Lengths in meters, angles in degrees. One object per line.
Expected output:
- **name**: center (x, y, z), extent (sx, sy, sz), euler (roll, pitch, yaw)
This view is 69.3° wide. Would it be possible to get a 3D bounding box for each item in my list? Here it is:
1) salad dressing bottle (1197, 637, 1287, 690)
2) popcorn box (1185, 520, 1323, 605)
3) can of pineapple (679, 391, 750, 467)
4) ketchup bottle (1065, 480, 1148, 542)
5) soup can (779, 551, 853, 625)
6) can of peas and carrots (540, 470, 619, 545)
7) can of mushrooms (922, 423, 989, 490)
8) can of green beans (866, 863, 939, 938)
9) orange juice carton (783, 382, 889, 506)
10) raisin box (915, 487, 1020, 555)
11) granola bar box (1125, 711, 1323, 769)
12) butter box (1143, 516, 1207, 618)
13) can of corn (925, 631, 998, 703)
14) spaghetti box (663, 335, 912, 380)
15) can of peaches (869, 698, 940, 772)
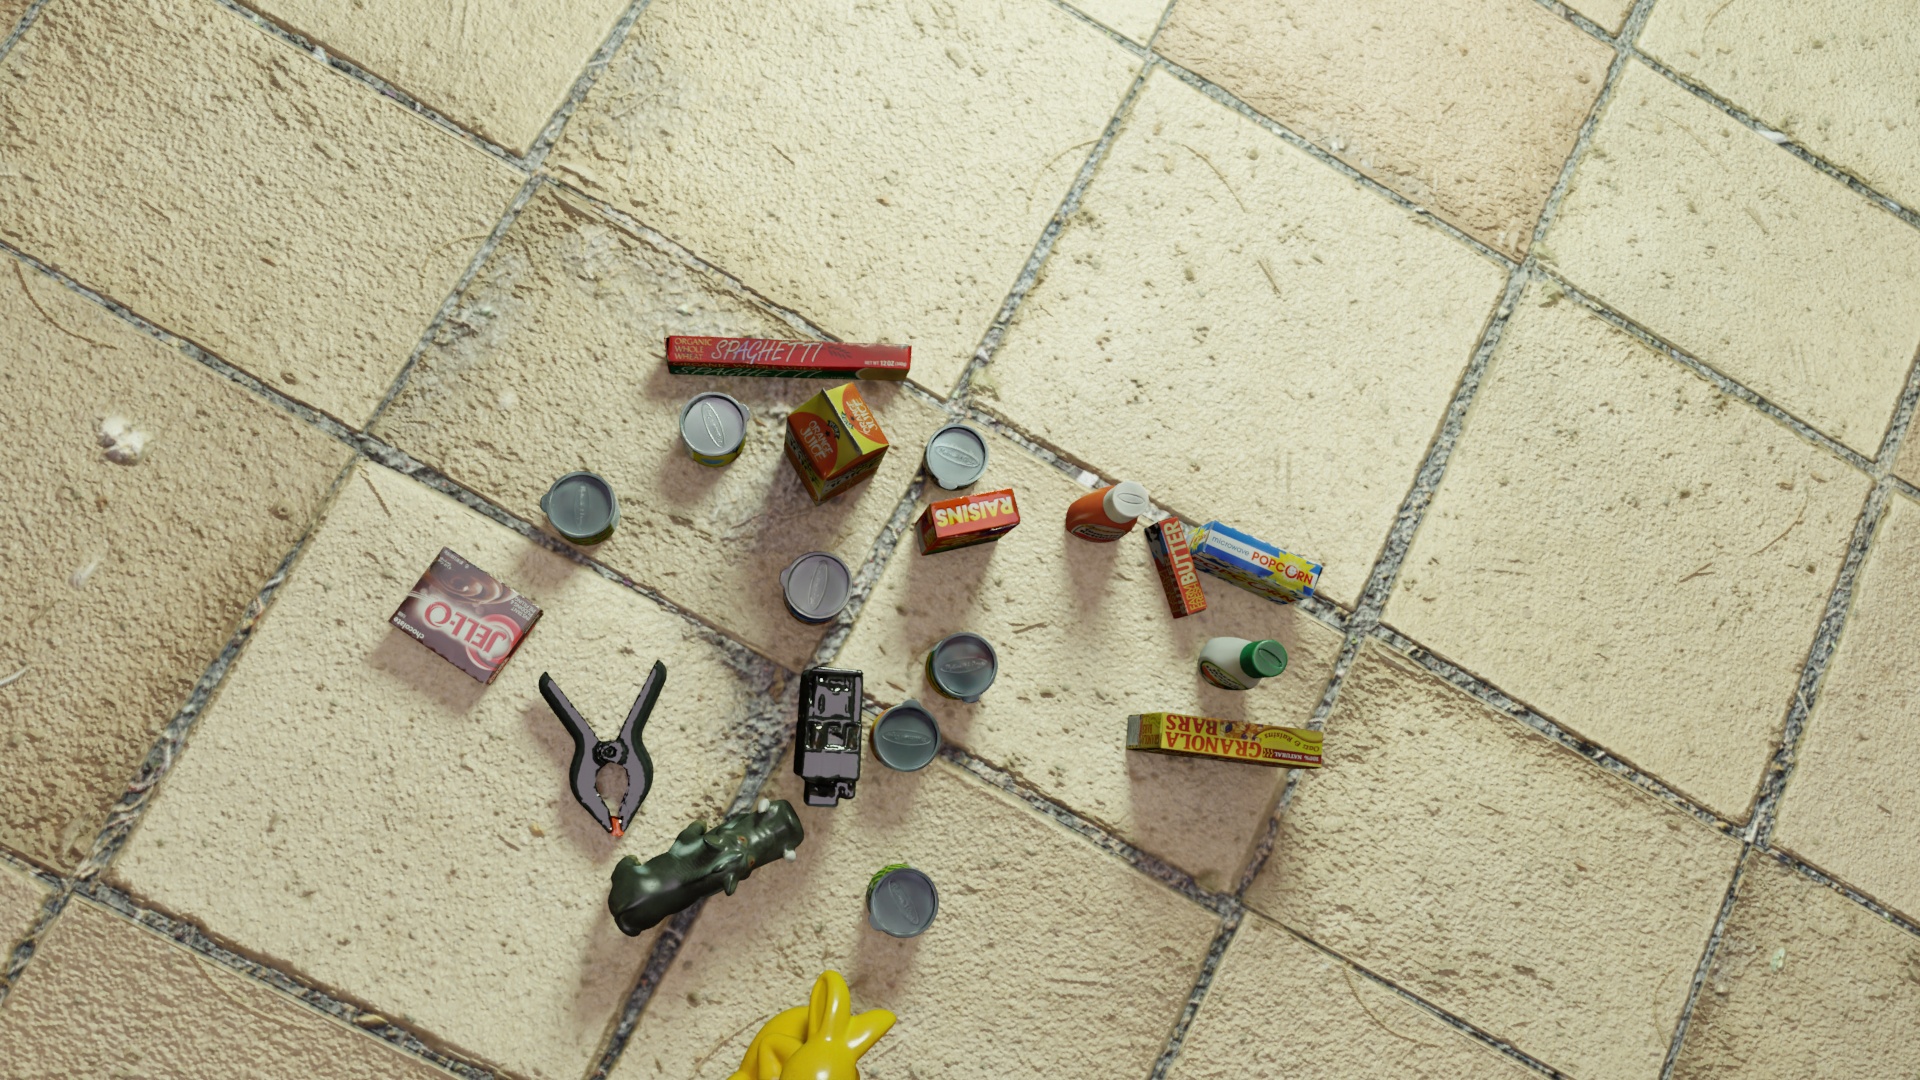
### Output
- **salad dressing bottle**: center (0.285, 0.123, 1.402), extent (0.064, 0.147, 0.044), euler (36, 78, -2)
- **popcorn box**: center (0.301, 0.024, 1.453), extent (0.127, 0.085, 0.038), euler (23, 78, -5)
- **can of pineapple**: center (-0.247, -0.111, 1.401), extent (0.071, 0.057, 0.071), euler (1, 81, -9)
- **ketchup bottle**: center (0.152, -0.030, 1.405), extent (0.065, 0.148, 0.043), euler (11, 80, -7)
- **soup can**: center (-0.145, 0.048, 1.378), extent (0.071, 0.083, 0.071), euler (1, 81, -9)
- **can of peas and carrots**: center (-0.373, -0.031, 1.367), extent (0.071, 0.058, 0.071), euler (1, 81, -9)
- **can of mushrooms**: center (-0.006, -0.084, 1.447), extent (0.071, 0.033, 0.071), euler (1, 81, -9)
- **can of green beans**: center (-0.058, 0.350, 1.355), extent (0.071, 0.057, 0.071), euler (1, 81, -9)
- **orange juice carton**: center (-0.122, -0.095, 1.349), extent (0.073, 0.192, 0.072), euler (-30, 87, -12)
- **raisin box**: center (0.005, -0.017, 1.392), extent (0.086, 0.123, 0.040), euler (-11, 83, -10)
- **granola bar box**: center (0.262, 0.202, 1.397), extent (0.166, 0.124, 0.039), euler (8, 80, -8)
- **butter box**: center (0.225, 0.029, 1.456), extent (0.024, 0.053, 0.103), euler (-16, 84, -11)
- **can of corn**: center (0.001, 0.130, 1.401), extent (0.071, 0.058, 0.071), euler (1, 81, -9)
- **spaghetti box**: center (-0.177, -0.187, 1.429), extent (0.250, 0.050, 0.029), euler (1, 81, -9)
- **can of peaches**: center (-0.056, 0.194, 1.381), extent (0.071, 0.058, 0.071), euler (1, 81, -9)
